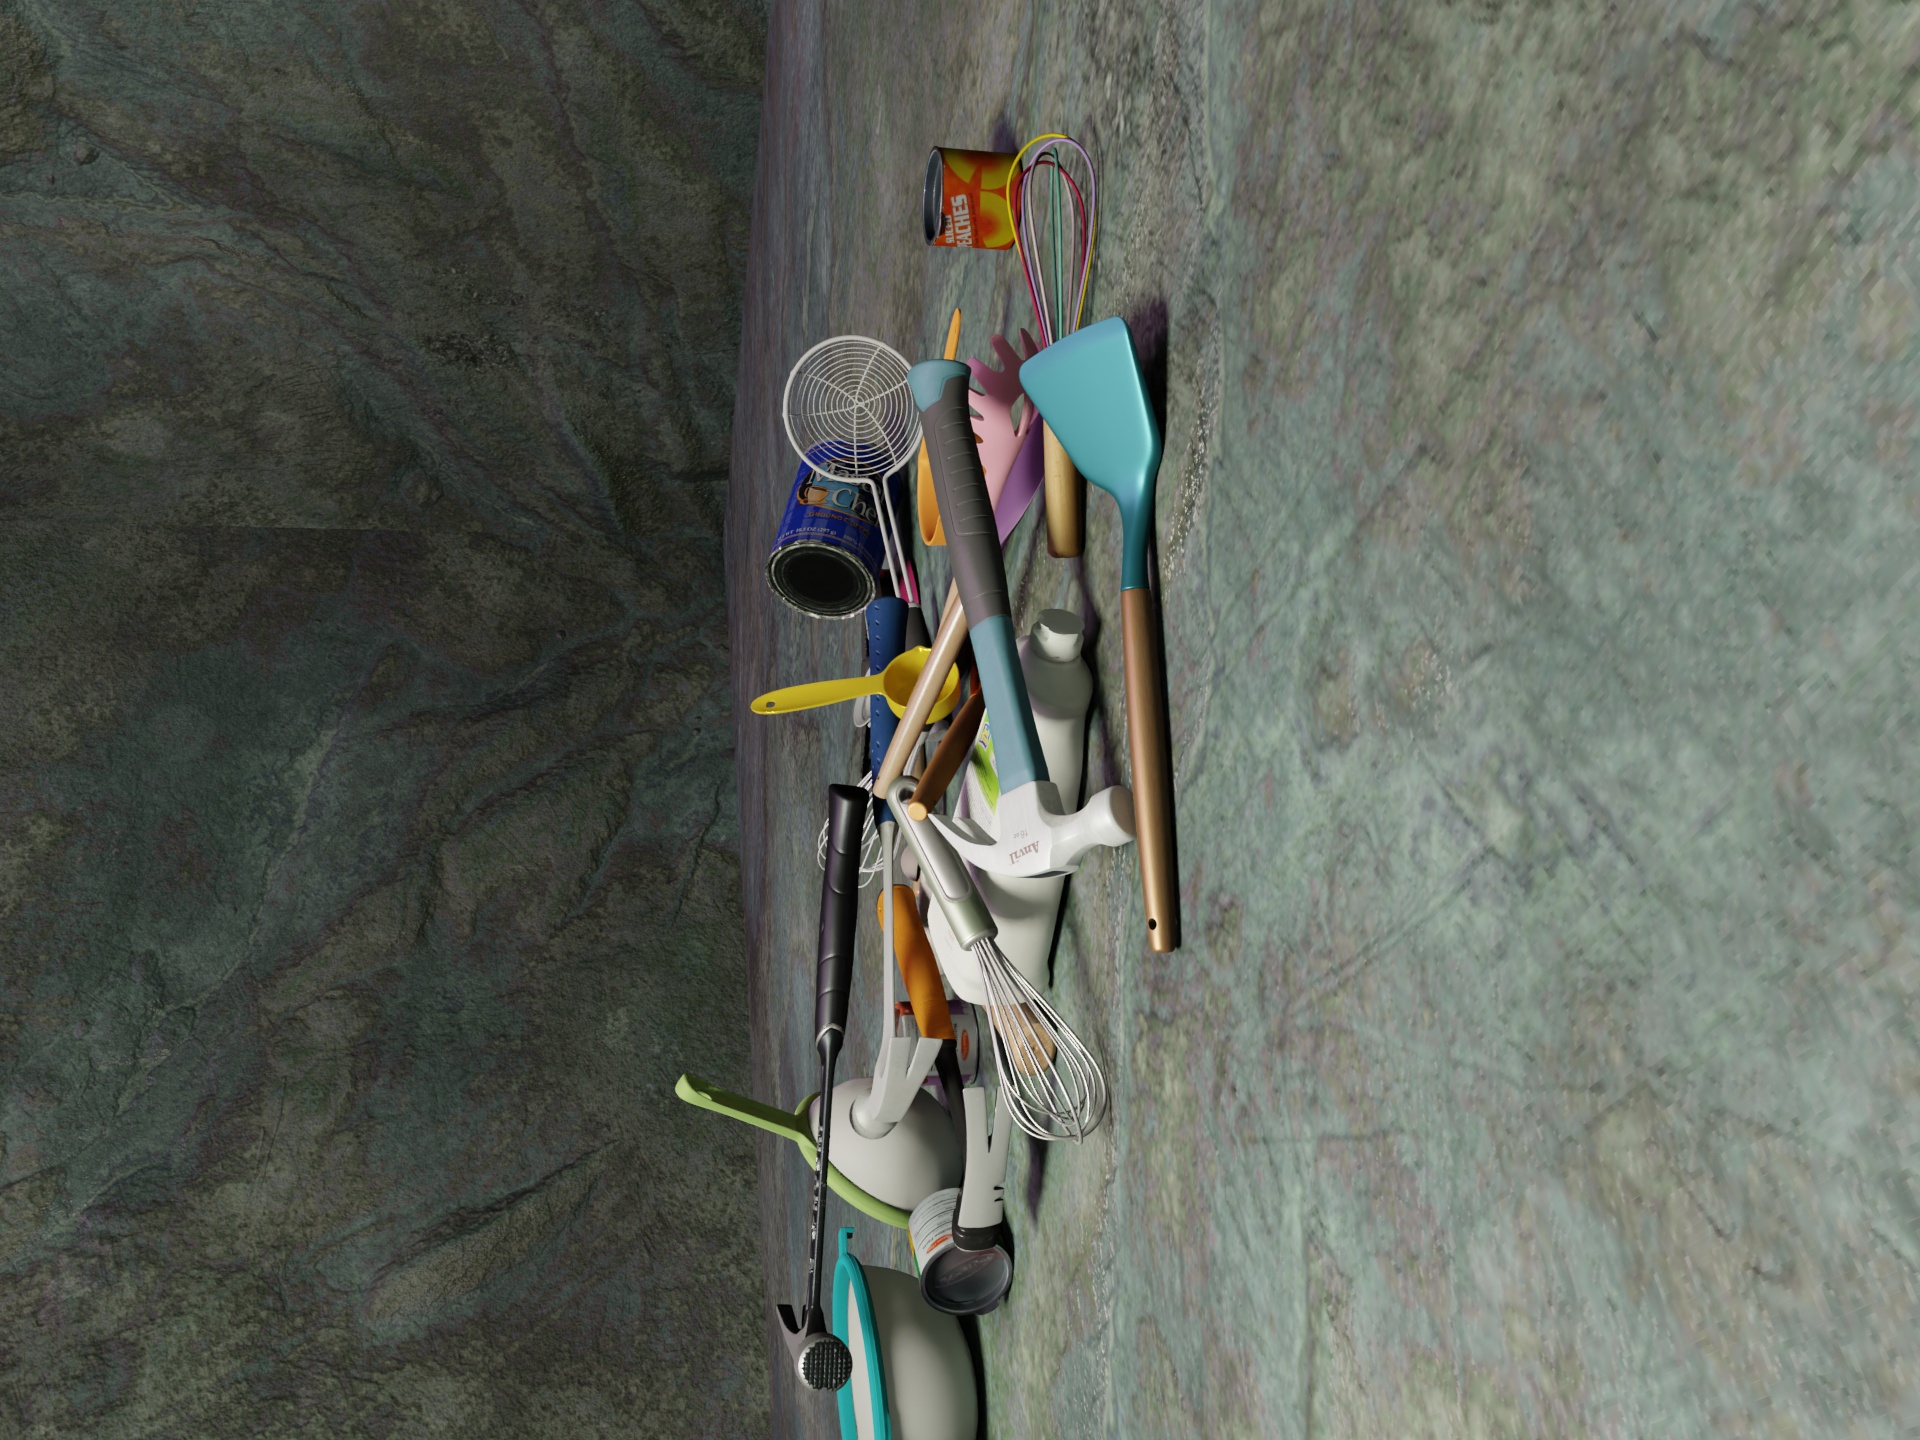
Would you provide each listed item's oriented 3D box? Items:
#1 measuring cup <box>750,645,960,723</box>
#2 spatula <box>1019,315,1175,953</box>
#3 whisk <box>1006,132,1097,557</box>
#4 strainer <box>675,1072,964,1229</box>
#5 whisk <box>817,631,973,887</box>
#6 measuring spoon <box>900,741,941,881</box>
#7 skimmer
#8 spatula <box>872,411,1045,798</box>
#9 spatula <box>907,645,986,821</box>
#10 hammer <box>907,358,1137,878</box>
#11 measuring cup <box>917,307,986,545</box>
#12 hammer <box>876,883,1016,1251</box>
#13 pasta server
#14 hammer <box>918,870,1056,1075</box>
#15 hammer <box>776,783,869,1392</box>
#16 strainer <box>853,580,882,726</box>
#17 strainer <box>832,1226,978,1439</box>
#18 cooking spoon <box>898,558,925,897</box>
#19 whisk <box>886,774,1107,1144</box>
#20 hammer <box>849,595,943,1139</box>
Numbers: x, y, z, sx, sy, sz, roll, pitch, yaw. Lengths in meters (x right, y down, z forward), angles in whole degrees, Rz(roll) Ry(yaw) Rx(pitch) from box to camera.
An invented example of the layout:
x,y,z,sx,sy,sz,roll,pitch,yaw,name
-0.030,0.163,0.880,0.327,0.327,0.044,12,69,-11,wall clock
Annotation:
x,y,z,sx,sy,sz,roll,pitch,yaw,name
-0.076,-0.016,1.173,0.029,0.156,0.062,73,-170,-51,measuring cup
0.082,-0.041,0.809,0.082,0.044,0.318,-15,76,49,spatula
0.055,-0.219,0.937,0.051,0.047,0.245,-157,64,-75,whisk
-0.093,0.301,1.223,0.069,0.256,0.152,-56,27,13,strainer
-0.047,0.030,1.293,0.070,0.070,0.284,-104,33,-47,whisk
-0.033,0.073,1.323,0.034,0.018,0.124,82,-163,-70,measuring spoon
-0.065,-0.158,1.356,0.090,0.127,0.364,62,-167,-65,skimmer
0.005,-0.078,1.036,0.060,0.018,0.315,-107,37,-58,spatula
-0.002,-0.003,1.056,0.323,0.041,0.081,-60,-23,-67,spatula
0.016,-0.067,0.911,0.128,0.033,0.331,-30,62,39,hammer
0.007,-0.206,1.130,0.095,0.052,0.173,-109,25,-56,measuring cup
-0.018,0.213,1.141,0.337,0.034,0.127,-115,26,-60,hammer
0.008,-0.131,1.105,0.040,0.060,0.316,52,147,26,pasta server
0.012,0.171,1.155,0.331,0.031,0.130,-138,49,-73,hammer
-0.093,0.245,1.125,0.149,0.036,0.409,139,136,-72,hammer
-0.072,-0.073,1.439,0.087,0.050,0.259,-50,31,29,strainer
-0.023,0.529,1.173,0.340,0.095,0.211,-148,56,-73,strainer
-0.043,0.003,1.427,0.068,0.017,0.319,119,150,-65,cooking spoon
0.015,0.135,0.934,0.247,0.058,0.059,62,167,23,whisk
-0.051,0.087,1.163,0.144,0.035,0.406,119,153,-58,hammer
